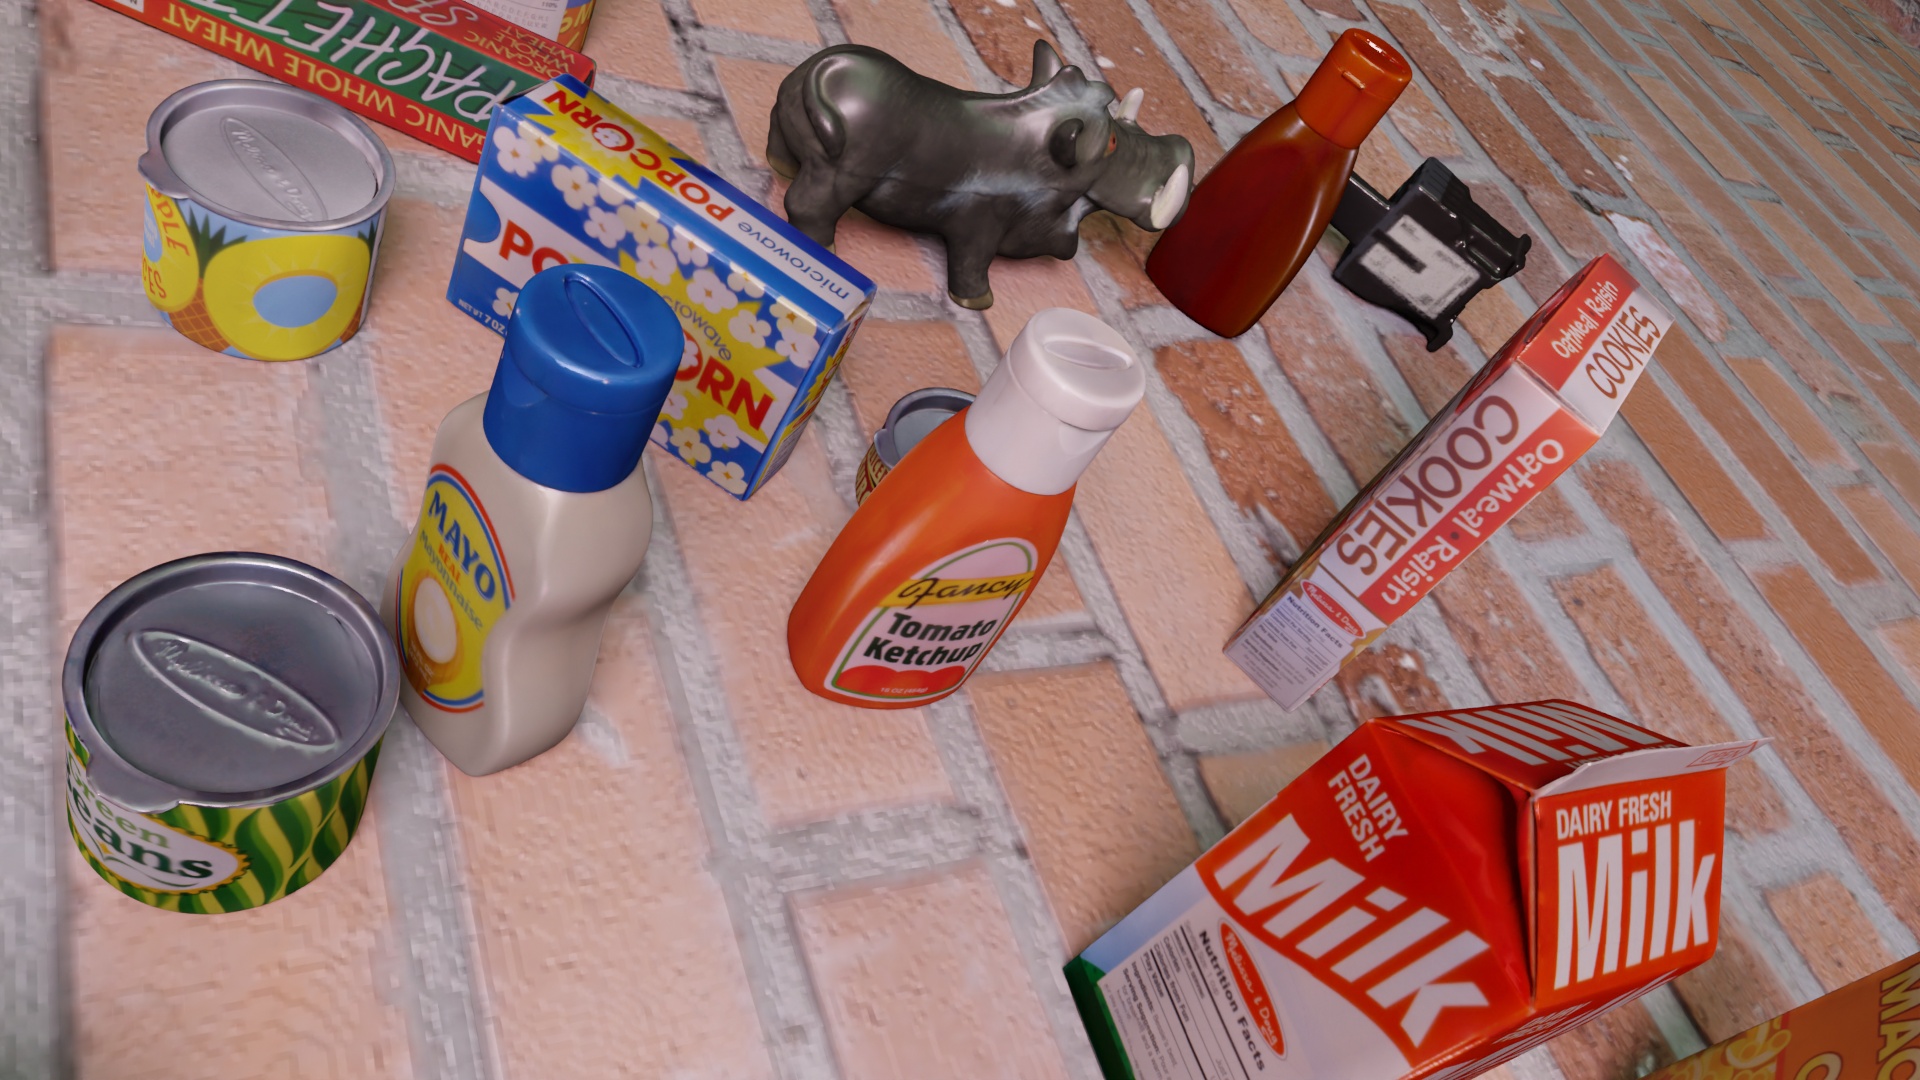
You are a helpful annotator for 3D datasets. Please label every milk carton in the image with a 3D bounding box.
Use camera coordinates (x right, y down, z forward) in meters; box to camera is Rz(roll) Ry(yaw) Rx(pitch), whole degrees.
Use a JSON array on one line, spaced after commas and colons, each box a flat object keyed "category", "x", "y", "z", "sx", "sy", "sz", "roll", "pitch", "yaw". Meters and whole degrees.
[{"category": "milk carton", "x": 0.112, "y": 0.100, "z": 0.356, "sx": 0.072, "sy": 0.189, "sz": 0.074, "roll": -1, "pitch": 53, "yaw": -33}]

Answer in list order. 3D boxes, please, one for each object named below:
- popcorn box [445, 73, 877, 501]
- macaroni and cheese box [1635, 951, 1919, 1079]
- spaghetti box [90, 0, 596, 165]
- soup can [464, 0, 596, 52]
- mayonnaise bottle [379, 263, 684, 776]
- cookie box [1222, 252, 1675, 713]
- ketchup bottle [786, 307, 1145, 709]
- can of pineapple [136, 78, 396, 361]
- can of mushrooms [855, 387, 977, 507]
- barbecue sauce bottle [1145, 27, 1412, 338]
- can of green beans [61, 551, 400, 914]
[{"category": "popcorn box", "x": -0.101, "y": -0.082, "z": 0.463, "sx": 0.127, "sy": 0.084, "sz": 0.038, "roll": 34, "pitch": 42, "yaw": -1}, {"category": "macaroni and cheese box", "x": 0.235, "y": 0.183, "z": 0.377, "sx": 0.040, "sy": 0.165, "sz": 0.124, "roll": 40, "pitch": 43, "yaw": 5}, {"category": "spaghetti box", "x": -0.256, "y": -0.198, "z": 0.495, "sx": 0.250, "sy": 0.050, "sz": 0.029, "roll": 21, "pitch": 44, "yaw": -15}, {"category": "soup can", "x": -0.176, "y": -0.247, "z": 0.564, "sx": 0.071, "sy": 0.083, "sz": 0.072, "roll": 17, "pitch": 45, "yaw": -18}, {"category": "mayonnaise bottle", "x": -0.107, "y": -0.003, "z": 0.342, "sx": 0.041, "sy": 0.147, "sz": 0.065, "roll": -22, "pitch": 66, "yaw": -43}, {"category": "cookie box", "x": 0.182, "y": -0.021, "z": 0.525, "sx": 0.040, "sy": 0.166, "sz": 0.123, "roll": 43, "pitch": 43, "yaw": 9}, {"category": "ketchup bottle", "x": 0.001, "y": -0.005, "z": 0.411, "sx": 0.065, "sy": 0.148, "sz": 0.044, "roll": 4, "pitch": 51, "yaw": -30}, {"category": "can of pineapple", "x": -0.214, "y": -0.097, "z": 0.425, "sx": 0.071, "sy": 0.057, "sz": 0.071, "roll": 17, "pitch": 45, "yaw": -18}, {"category": "can of mushrooms", "x": -0.005, "y": -0.021, "z": 0.507, "sx": 0.071, "sy": 0.033, "sz": 0.071, "roll": 17, "pitch": 45, "yaw": -18}, {"category": "barbecue sauce bottle", "x": 0.149, "y": -0.166, "z": 0.648, "sx": 0.065, "sy": 0.147, "sz": 0.044, "roll": 41, "pitch": 43, "yaw": 6}, {"category": "can of green beans", "x": -0.171, "y": 0.046, "z": 0.325, "sx": 0.071, "sy": 0.057, "sz": 0.071, "roll": 17, "pitch": 45, "yaw": -18}]
